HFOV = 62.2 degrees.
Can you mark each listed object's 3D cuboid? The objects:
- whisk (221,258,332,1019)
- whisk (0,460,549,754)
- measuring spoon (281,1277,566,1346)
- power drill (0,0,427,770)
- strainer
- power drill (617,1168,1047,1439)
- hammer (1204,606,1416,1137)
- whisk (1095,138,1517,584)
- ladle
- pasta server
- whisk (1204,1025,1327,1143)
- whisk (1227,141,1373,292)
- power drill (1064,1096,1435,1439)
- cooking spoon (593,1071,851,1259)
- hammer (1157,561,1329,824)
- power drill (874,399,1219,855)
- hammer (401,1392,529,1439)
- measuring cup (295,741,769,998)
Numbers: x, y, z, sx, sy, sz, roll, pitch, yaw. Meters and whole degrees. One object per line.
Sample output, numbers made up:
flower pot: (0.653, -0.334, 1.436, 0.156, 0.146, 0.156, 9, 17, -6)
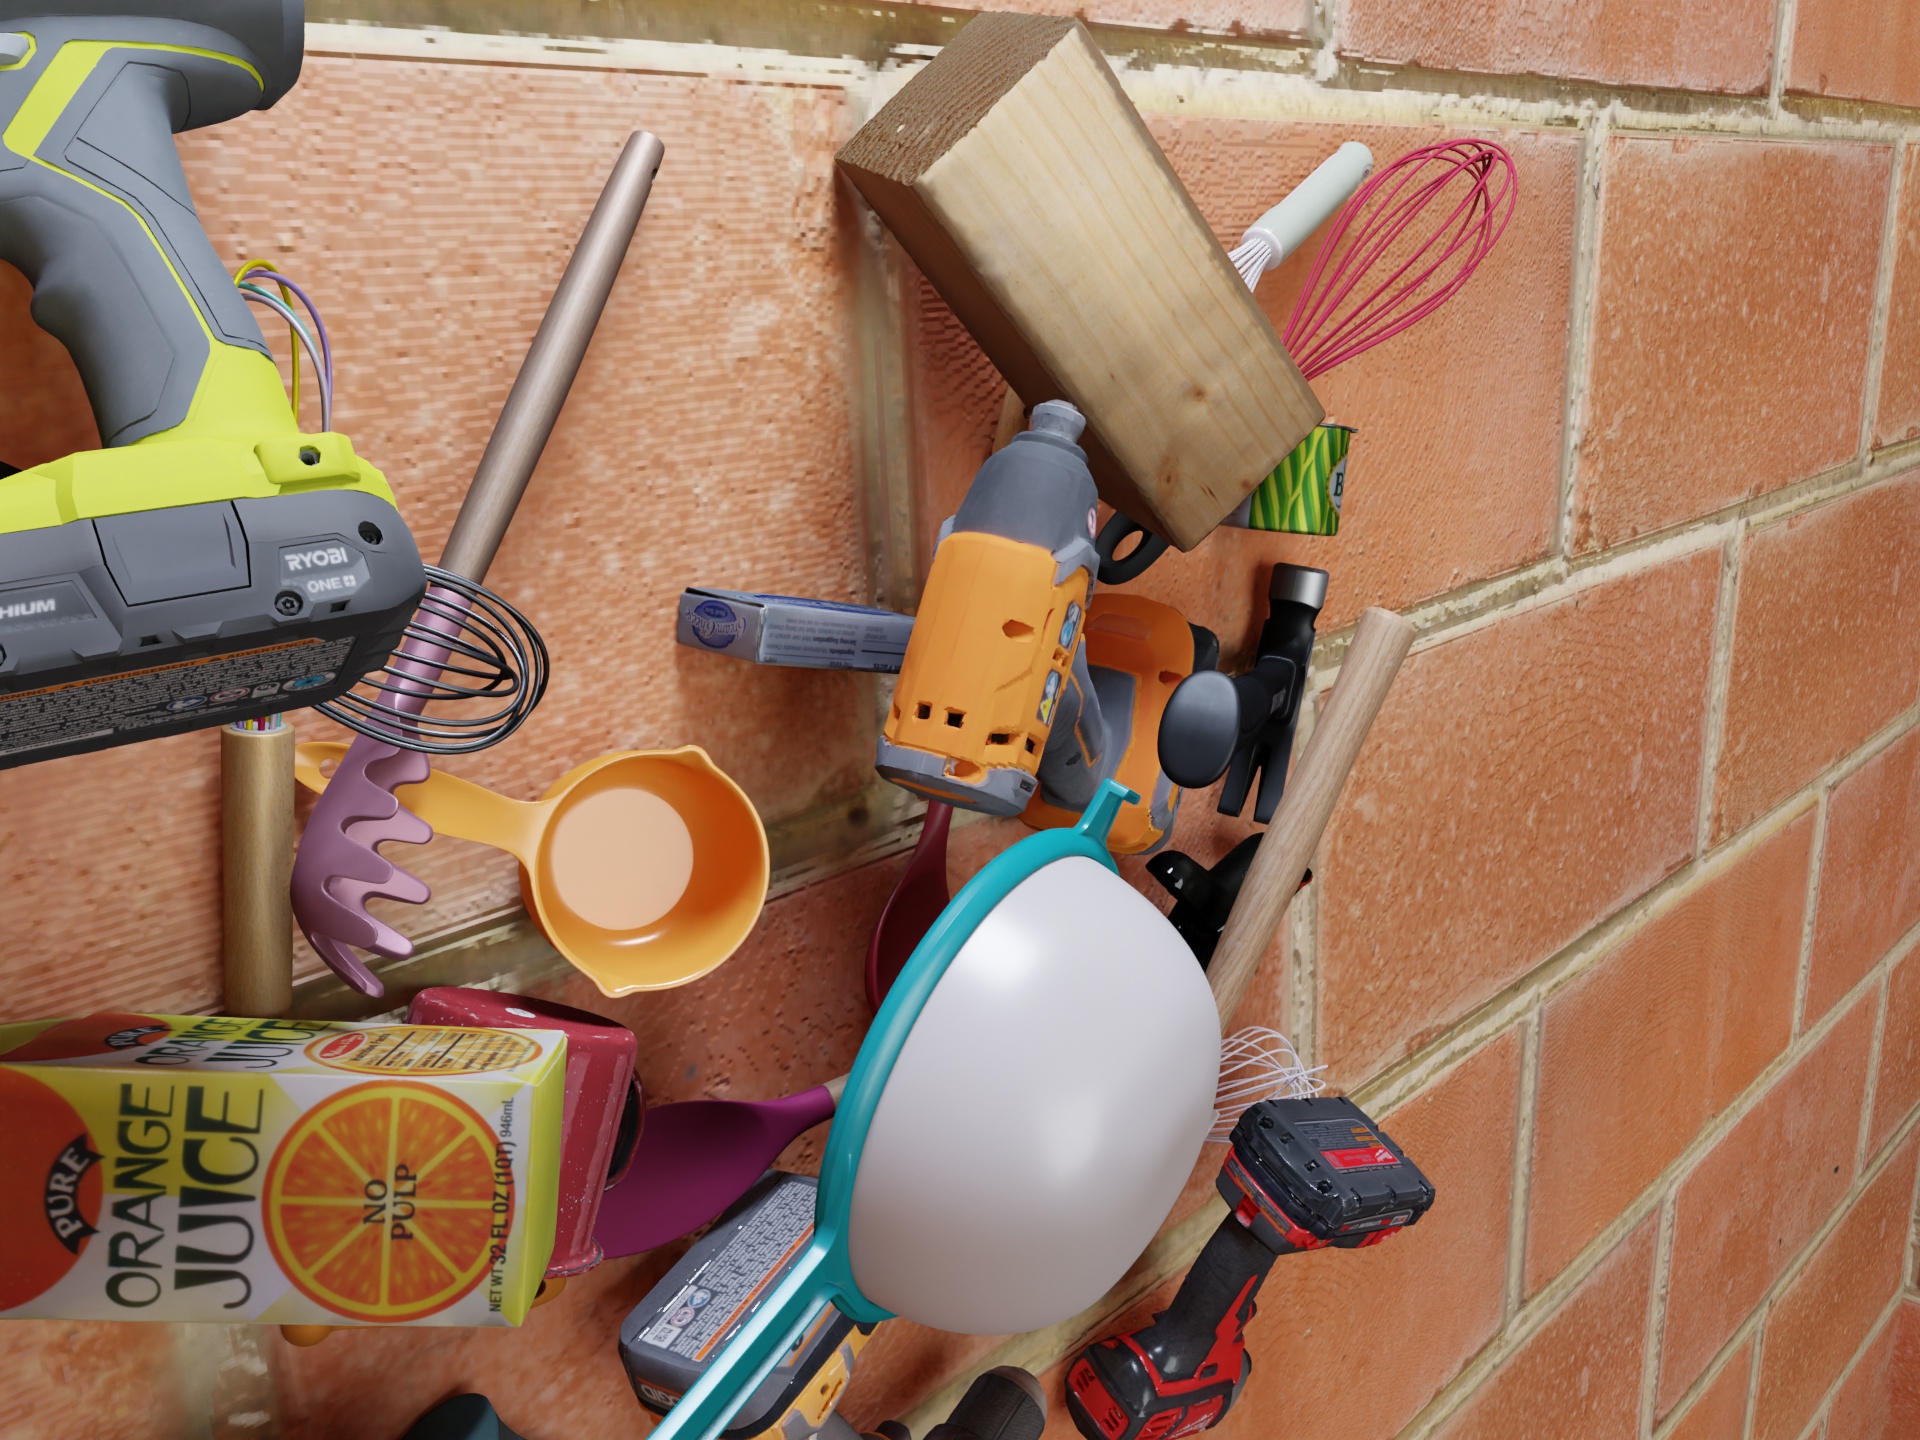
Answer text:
whisk: (-0.223, -0.018, 0.498, 0.051, 0.047, 0.245, -1, 105, -27)
whisk: (-0.230, -0.044, 0.441, 0.238, 0.055, 0.055, 21, 85, -24)
measuring spoon: (-0.198, 0.222, 0.603, 0.116, 0.011, 0.021, 11, 92, -46)
power drill: (-0.240, -0.108, 0.381, 0.190, 0.080, 0.228, -15, 81, -33)
strainer: (0.007, 0.186, 0.578, 0.340, 0.095, 0.210, -41, 142, -43)
power drill: (-0.040, 0.309, 0.710, 0.185, 0.084, 0.226, -41, 121, -44)
hammer: (0.147, 0.100, 0.792, 0.331, 0.031, 0.130, -66, 158, 1)
whisk: (0.168, -0.180, 0.795, 0.296, 0.073, 0.073, -47, 133, 0)
ladle: (-0.001, -0.002, 0.737, 0.069, 0.031, 0.315, 10, 91, -57)
pasta server: (-0.155, -0.064, 0.540, 0.040, 0.060, 0.316, 19, 75, -2)
whisk: (0.103, 0.222, 0.883, 0.284, 0.070, 0.070, -3, 102, -40)
whisk: (0.151, -0.240, 0.821, 0.246, 0.059, 0.057, -46, 172, -32)
power drill: (0.164, 0.322, 0.910, 0.143, 0.079, 0.219, 12, 116, -45)
cooking spoon: (-0.036, 0.159, 0.703, 0.319, 0.017, 0.068, -16, 116, -27)
hammer: (0.137, -0.002, 0.765, 0.335, 0.035, 0.146, -18, 119, -72)
power drill: (0.047, -0.029, 0.692, 0.226, 0.084, 0.164, 30, 75, -65)
hammer: (-0.120, 0.366, 0.705, 0.330, 0.033, 0.128, 49, 64, -40)
measuring cup: (-0.157, 0.040, 0.582, 0.173, 0.052, 0.095, 21, 82, -21)
